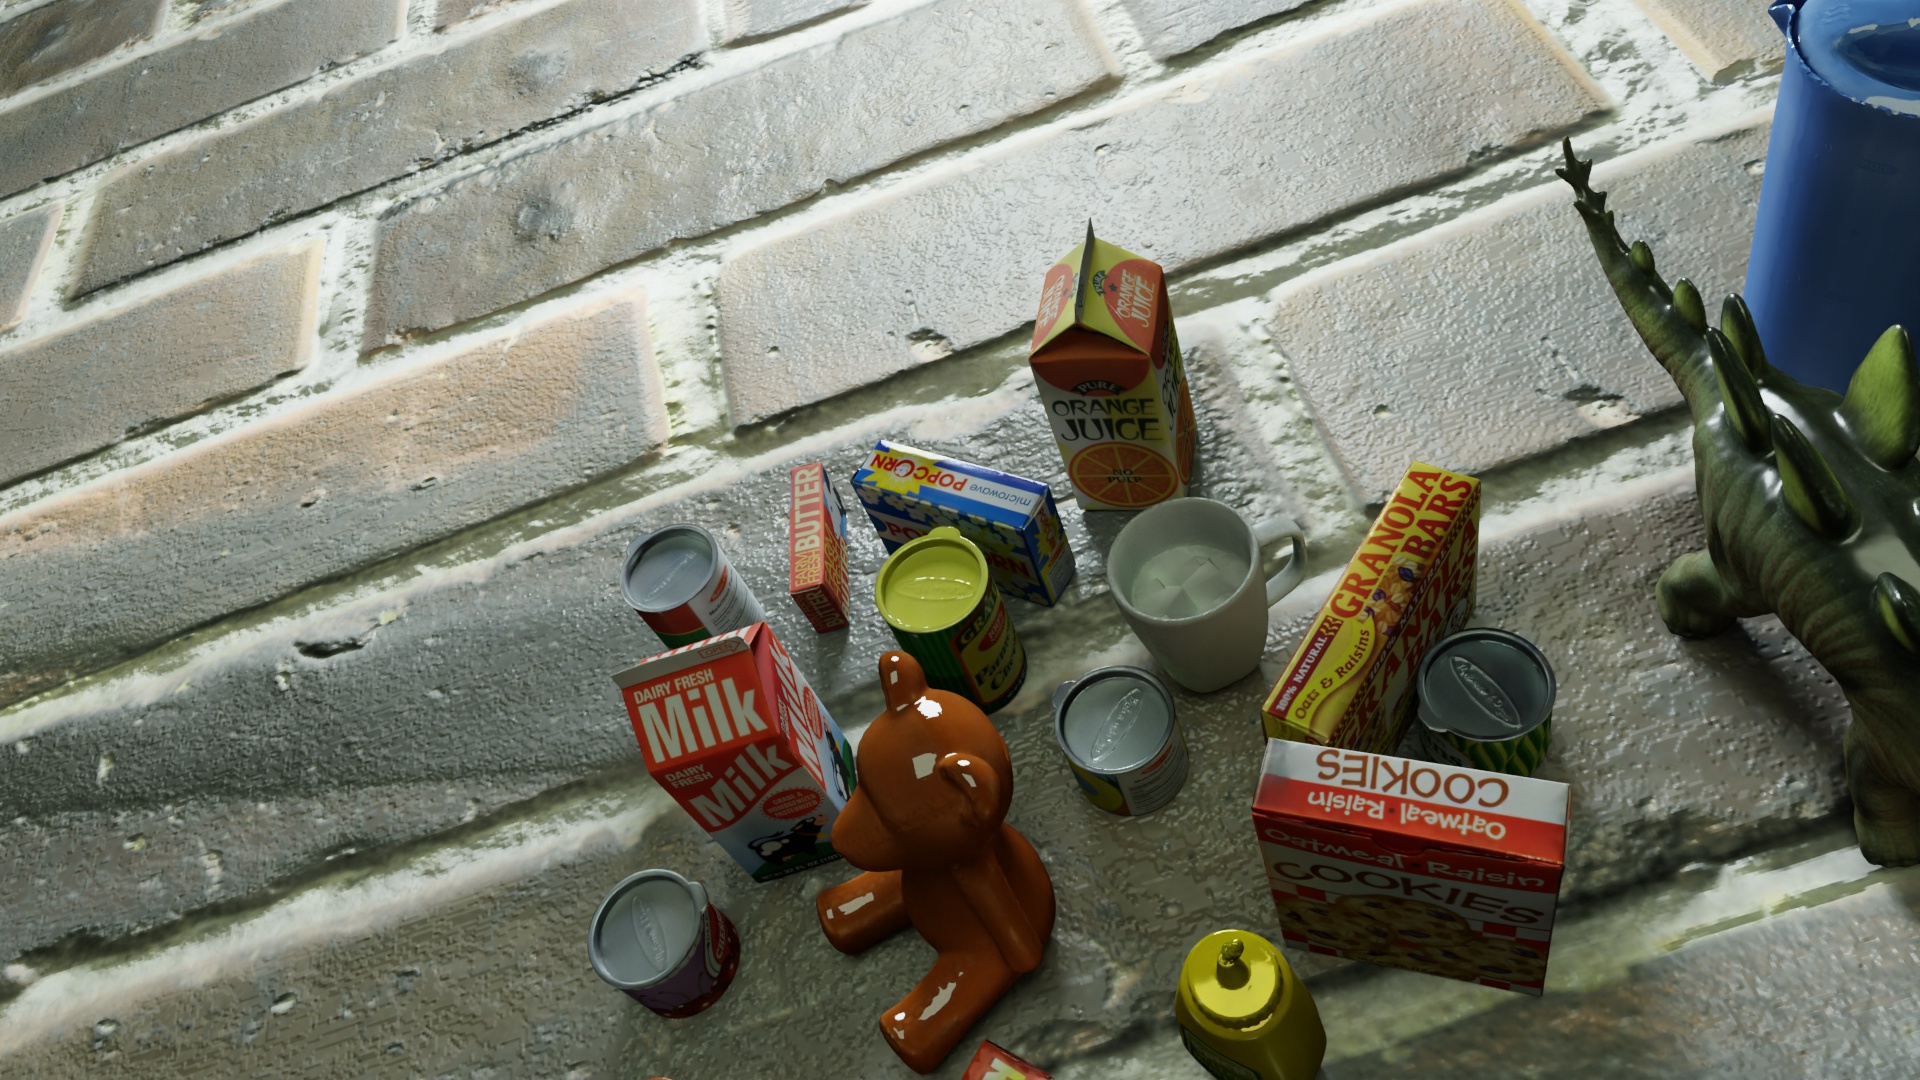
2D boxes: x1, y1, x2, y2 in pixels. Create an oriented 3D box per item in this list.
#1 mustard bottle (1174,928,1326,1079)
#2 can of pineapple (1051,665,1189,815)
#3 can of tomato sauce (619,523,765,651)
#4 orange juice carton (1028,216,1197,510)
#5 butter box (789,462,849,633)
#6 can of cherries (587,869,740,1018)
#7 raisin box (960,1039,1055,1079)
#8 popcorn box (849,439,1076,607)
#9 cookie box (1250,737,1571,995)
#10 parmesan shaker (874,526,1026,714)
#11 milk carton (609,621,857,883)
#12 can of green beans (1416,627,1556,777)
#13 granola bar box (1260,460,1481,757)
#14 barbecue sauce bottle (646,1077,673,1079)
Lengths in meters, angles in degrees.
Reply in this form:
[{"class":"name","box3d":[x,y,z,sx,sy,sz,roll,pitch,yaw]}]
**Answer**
[{"class":"mustard bottle","box3d":[0.125,0.208,0.620,0.065,0.159,0.049,24,66,31]},{"class":"can of pineapple","box3d":[0.089,0.110,0.770,0.071,0.057,0.071,-9,53,12]},{"class":"can of tomato sauce","box3d":[-0.172,0.039,0.894,0.071,0.082,0.071,-9,53,12]},{"class":"orange juice carton","box3d":[0.092,-0.101,0.838,0.073,0.191,0.072,0,56,19]},{"class":"butter box","box3d":[-0.093,0.004,0.912,0.024,0.053,0.104,-13,52,10]},{"class":"can of cherries","box3d":[-0.161,0.223,0.770,0.071,0.058,0.072,-9,53,12]},{"class":"raisin box","box3d":[0.019,0.286,0.622,0.040,0.123,0.086,22,65,30]},{"class":"popcorn box","box3d":[0.003,-0.011,0.870,0.127,0.085,0.038,17,62,28]},{"class":"cookie box","box3d":[0.204,0.152,0.630,0.123,0.166,0.040,6,58,22]},{"class":"parmesan shaker","box3d":[-0.002,0.050,0.816,0.071,0.102,0.071,-9,53,12]},{"class":"milk carton","box3d":[-0.116,0.109,0.754,0.072,0.189,0.074,-18,52,5]},{"class":"can of green beans","box3d":[0.273,0.088,0.724,0.071,0.057,0.071,-9,53,12]},{"class":"granola bar box","box3d":[0.216,0.059,0.722,0.039,0.123,0.166,23,65,31]},{"class":"barbecue sauce bottle","box3d":[-0.112,0.289,0.648,0.065,0.148,0.044,32,70,34]}]
